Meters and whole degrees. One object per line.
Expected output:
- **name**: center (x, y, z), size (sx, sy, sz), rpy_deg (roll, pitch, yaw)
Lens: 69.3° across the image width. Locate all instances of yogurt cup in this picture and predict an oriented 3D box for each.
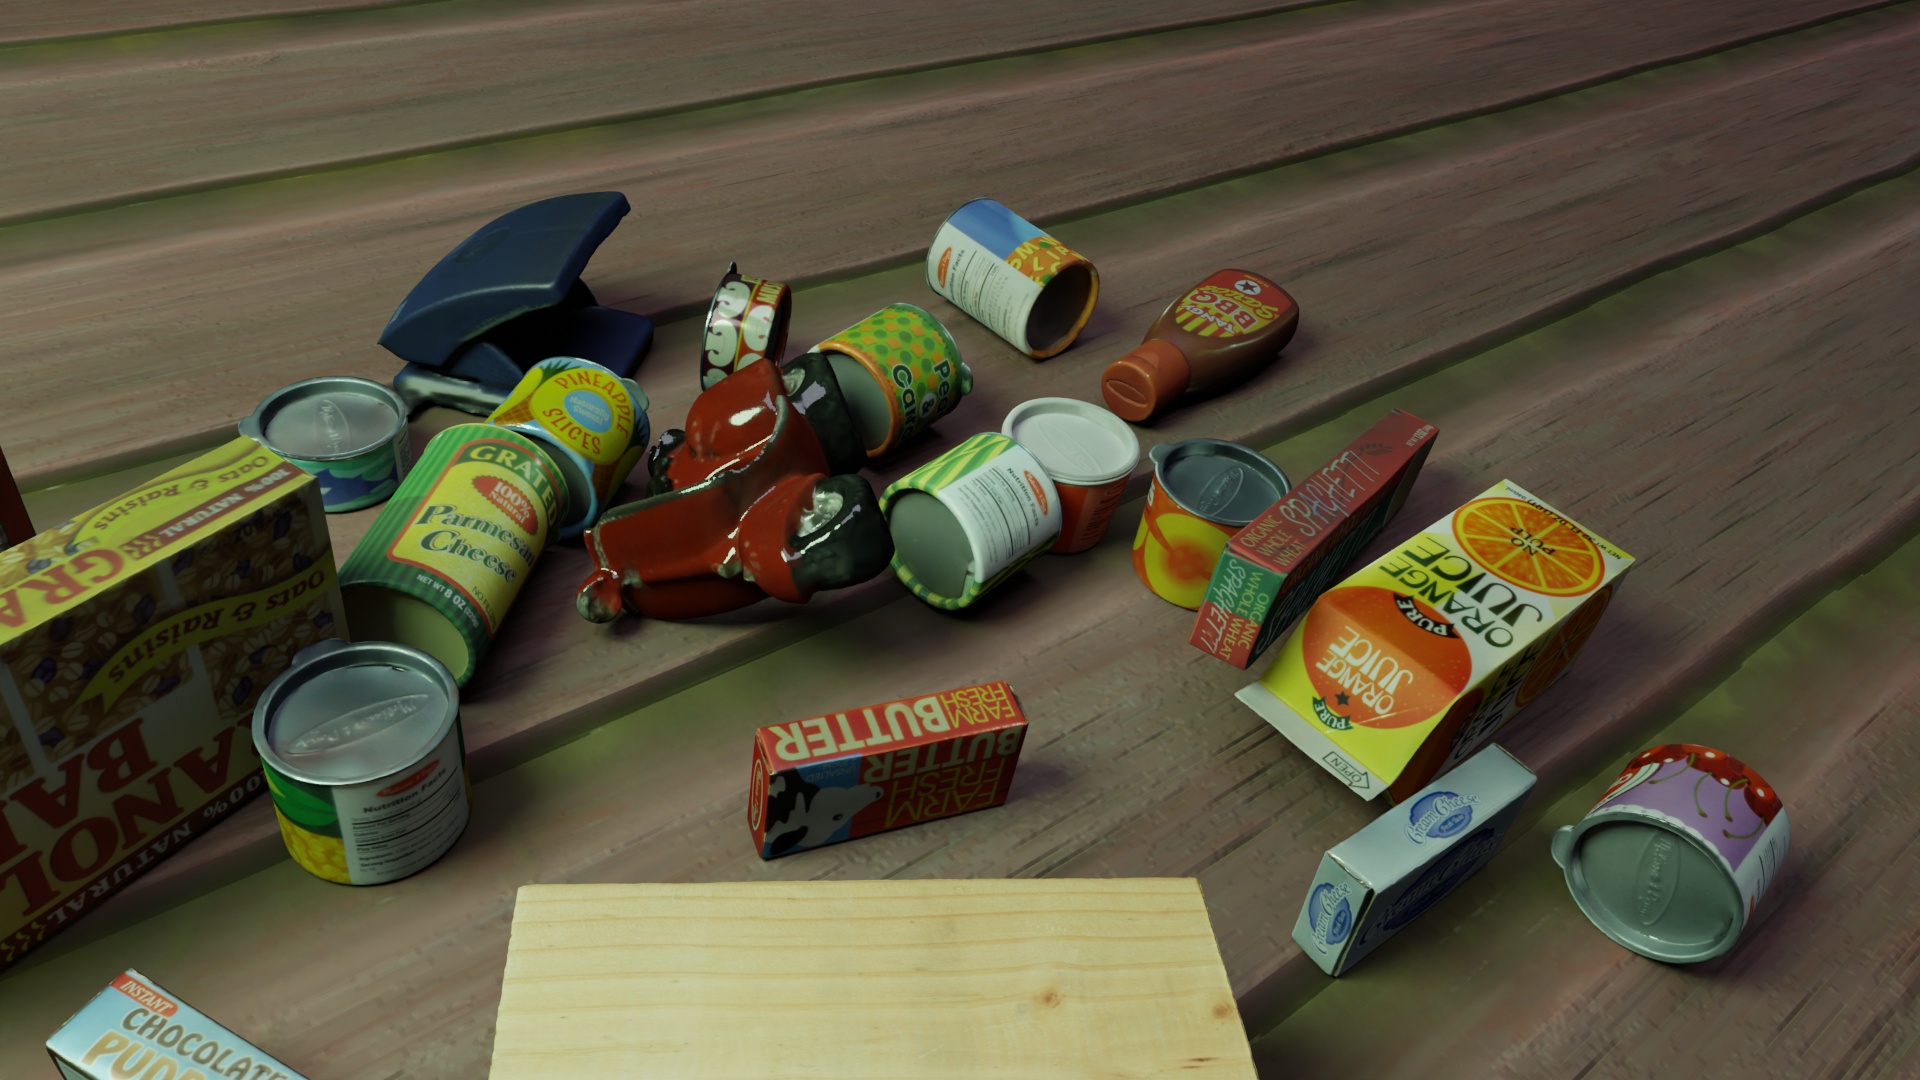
- **yogurt cup**: center (0.050, -0.031, 0.688), size (0.072, 0.053, 0.073), rpy_deg (6, 40, -5)

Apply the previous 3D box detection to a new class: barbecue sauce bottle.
- **barbecue sauce bottle**: center (0.138, -0.114, 0.815), size (0.065, 0.043, 0.149), rpy_deg (33, 45, 24)

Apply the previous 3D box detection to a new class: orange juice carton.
- **orange juice carton**: center (0.207, 0.049, 0.611), size (0.193, 0.072, 0.072), rpy_deg (-25, 51, -35)

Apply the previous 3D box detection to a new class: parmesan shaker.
- **parmesan shaker**: center (-0.210, 0.009, 0.577), size (0.071, 0.071, 0.103), rpy_deg (10, 40, 0)

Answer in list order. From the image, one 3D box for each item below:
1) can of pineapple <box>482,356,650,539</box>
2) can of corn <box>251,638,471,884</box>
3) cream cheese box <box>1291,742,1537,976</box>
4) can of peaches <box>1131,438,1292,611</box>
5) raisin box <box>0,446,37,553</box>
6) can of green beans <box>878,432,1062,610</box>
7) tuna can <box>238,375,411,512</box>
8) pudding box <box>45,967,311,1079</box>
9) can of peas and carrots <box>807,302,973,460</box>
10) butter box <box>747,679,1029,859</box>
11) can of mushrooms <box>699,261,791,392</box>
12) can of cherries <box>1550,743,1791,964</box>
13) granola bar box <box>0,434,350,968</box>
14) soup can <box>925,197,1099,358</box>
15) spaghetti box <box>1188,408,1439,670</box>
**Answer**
- **can of pineapple**: center (-0.184, -0.043, 0.641), size (0.071, 0.070, 0.058), rpy_deg (14, 40, 5)
- **can of corn**: center (-0.213, 0.078, 0.497), size (0.071, 0.058, 0.071), rpy_deg (6, 40, -5)
- **cream cheese box**: center (0.175, 0.121, 0.533), size (0.104, 0.053, 0.024), rpy_deg (-21, 47, -32)
- **can of peaches**: center (0.119, -0.008, 0.673), size (0.071, 0.057, 0.071), rpy_deg (6, 40, -5)
- **raisin box**: center (-0.410, 0.016, 0.507), size (0.124, 0.085, 0.040), rpy_deg (-10, 48, -23)
- **can of green beans**: center (0.004, -0.009, 0.642), size (0.071, 0.070, 0.058), rpy_deg (34, 46, 26)
- **tuna can**: center (-0.294, -0.045, 0.647), size (0.071, 0.032, 0.071), rpy_deg (6, 39, -5)
- **pudding box**: center (-0.215, 0.165, 0.399), size (0.084, 0.049, 0.030), rpy_deg (23, 43, 16)
- **can of peas and carrots**: center (-0.039, -0.081, 0.720), size (0.071, 0.070, 0.059), rpy_deg (31, 44, 23)
- **butter box**: center (-0.028, 0.087, 0.531), size (0.104, 0.052, 0.024), rpy_deg (-9, 45, -22)
- **can of mushrooms**: center (-0.112, -0.109, 0.734), size (0.033, 0.070, 0.071), rpy_deg (13, 39, 1)
- **can of cherries**: center (0.280, 0.120, 0.547), size (0.071, 0.071, 0.059), rpy_deg (36, 46, 28)
- **granola bar box**: center (-0.285, 0.056, 0.456), size (0.039, 0.123, 0.166), rpy_deg (27, 42, 20)
- **soup can**: center (0.033, -0.157, 0.826), size (0.071, 0.071, 0.084), rpy_deg (-26, 52, -36)
- **spaghetti box**: center (0.173, -0.009, 0.652), size (0.029, 0.050, 0.251), rpy_deg (29, 31, 21)
